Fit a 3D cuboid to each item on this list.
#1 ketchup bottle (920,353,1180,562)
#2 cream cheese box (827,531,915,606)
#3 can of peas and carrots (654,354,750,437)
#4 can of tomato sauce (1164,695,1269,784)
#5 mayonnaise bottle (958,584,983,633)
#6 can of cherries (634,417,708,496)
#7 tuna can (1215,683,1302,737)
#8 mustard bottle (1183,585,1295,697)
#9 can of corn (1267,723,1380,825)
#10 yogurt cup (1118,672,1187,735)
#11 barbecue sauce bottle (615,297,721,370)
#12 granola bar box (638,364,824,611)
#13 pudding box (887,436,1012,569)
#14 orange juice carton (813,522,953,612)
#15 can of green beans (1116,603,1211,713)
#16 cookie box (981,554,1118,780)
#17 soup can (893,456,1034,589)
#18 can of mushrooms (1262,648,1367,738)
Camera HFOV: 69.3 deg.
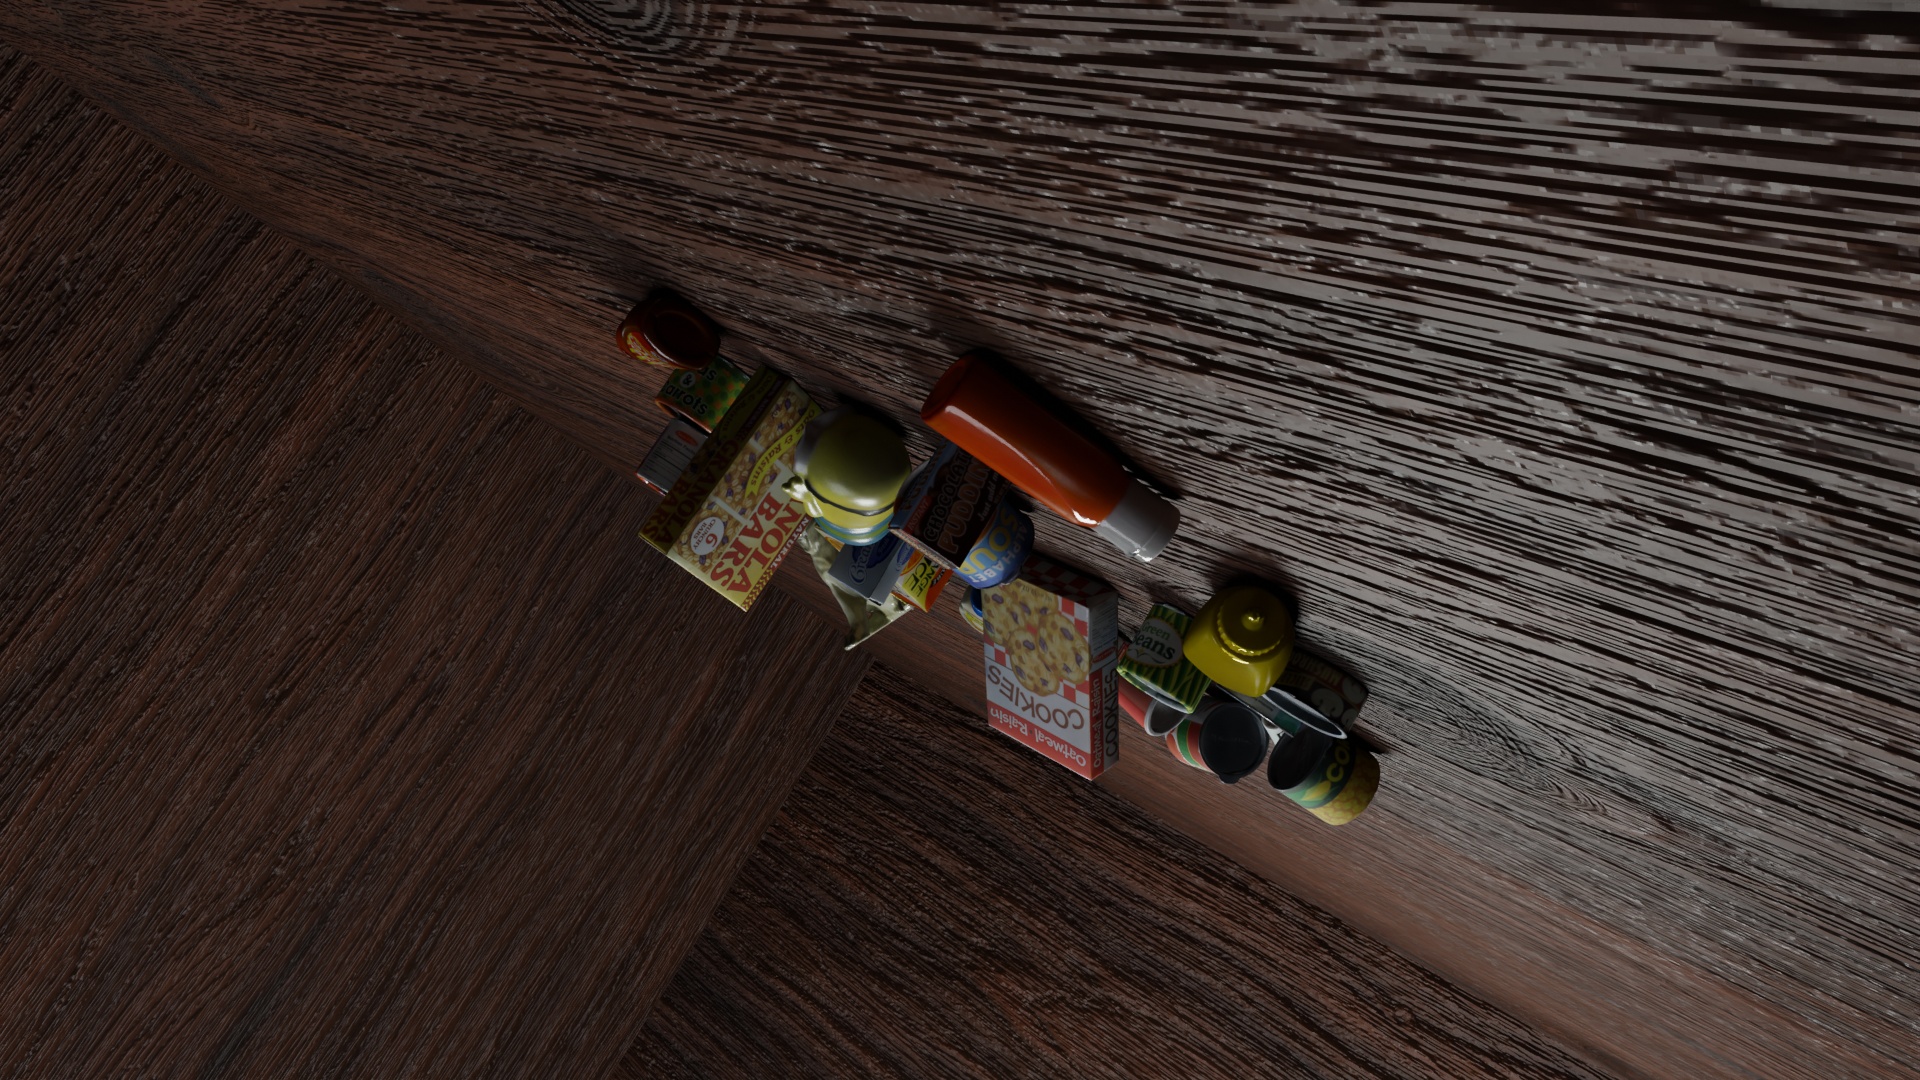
[{"bbox_3d":[0.051,-0.042,0.752,0.149,0.043,0.064,34,172,-13],"label":"ketchup bottle"},{"bbox_3d":[-0.064,-0.002,1.165,0.053,0.104,0.024,28,176,34],"label":"cream cheese box"},{"bbox_3d":[-0.216,-0.124,1.169,0.071,0.059,0.071,31,171,6],"label":"can of peas and carrots"},{"bbox_3d":[0.228,0.177,1.245,0.071,0.071,0.083,34,171,-11],"label":"can of tomato sauce"},{"bbox_3d":[0.029,0.068,1.432,0.065,0.041,0.148,33,172,7],"label":"mayonnaise bottle"},{"bbox_3d":[-0.232,-0.061,1.178,0.071,0.058,0.071,31,171,6],"label":"can of cherries"},{"bbox_3d":[0.221,0.110,1.000,0.071,0.033,0.071,34,-179,0],"label":"tuna can"},{"bbox_3d":[0.175,0.058,0.852,0.065,0.049,0.160,31,170,11],"label":"mustard bottle"},{"bbox_3d":[0.285,0.179,1.084,0.058,0.071,0.071,34,171,-16],"label":"can of corn"},{"bbox_3d":[0.169,0.130,1.223,0.054,0.072,0.072,35,174,37],"label":"yogurt cup"},{"bbox_3d":[-0.238,-0.161,1.094,0.065,0.044,0.148,35,171,-25],"label":"barbecue sauce bottle"},{"bbox_3d":[-0.166,-0.040,1.111,0.039,0.166,0.124,29,170,32],"label":"granola bar box"},{"bbox_3d":[-0.003,-0.029,0.879,0.049,0.084,0.030,36,167,-16],"label":"pudding box"},{"bbox_3d":[-0.055,0.006,1.288,0.073,0.072,0.192,28,170,25],"label":"orange juice carton"},{"bbox_3d":[0.159,0.089,1.042,0.071,0.058,0.071,31,171,6],"label":"can of green beans"},{"bbox_3d":[0.075,0.101,1.157,0.123,0.040,0.166,23,127,42],"label":"cookie box"},{"bbox_3d":[0.004,-0.012,0.994,0.083,0.071,0.071,39,169,-36],"label":"soup can"},{"bbox_3d":[0.235,0.101,0.930,0.071,0.033,0.071,32,172,5],"label":"can of mushrooms"}]
